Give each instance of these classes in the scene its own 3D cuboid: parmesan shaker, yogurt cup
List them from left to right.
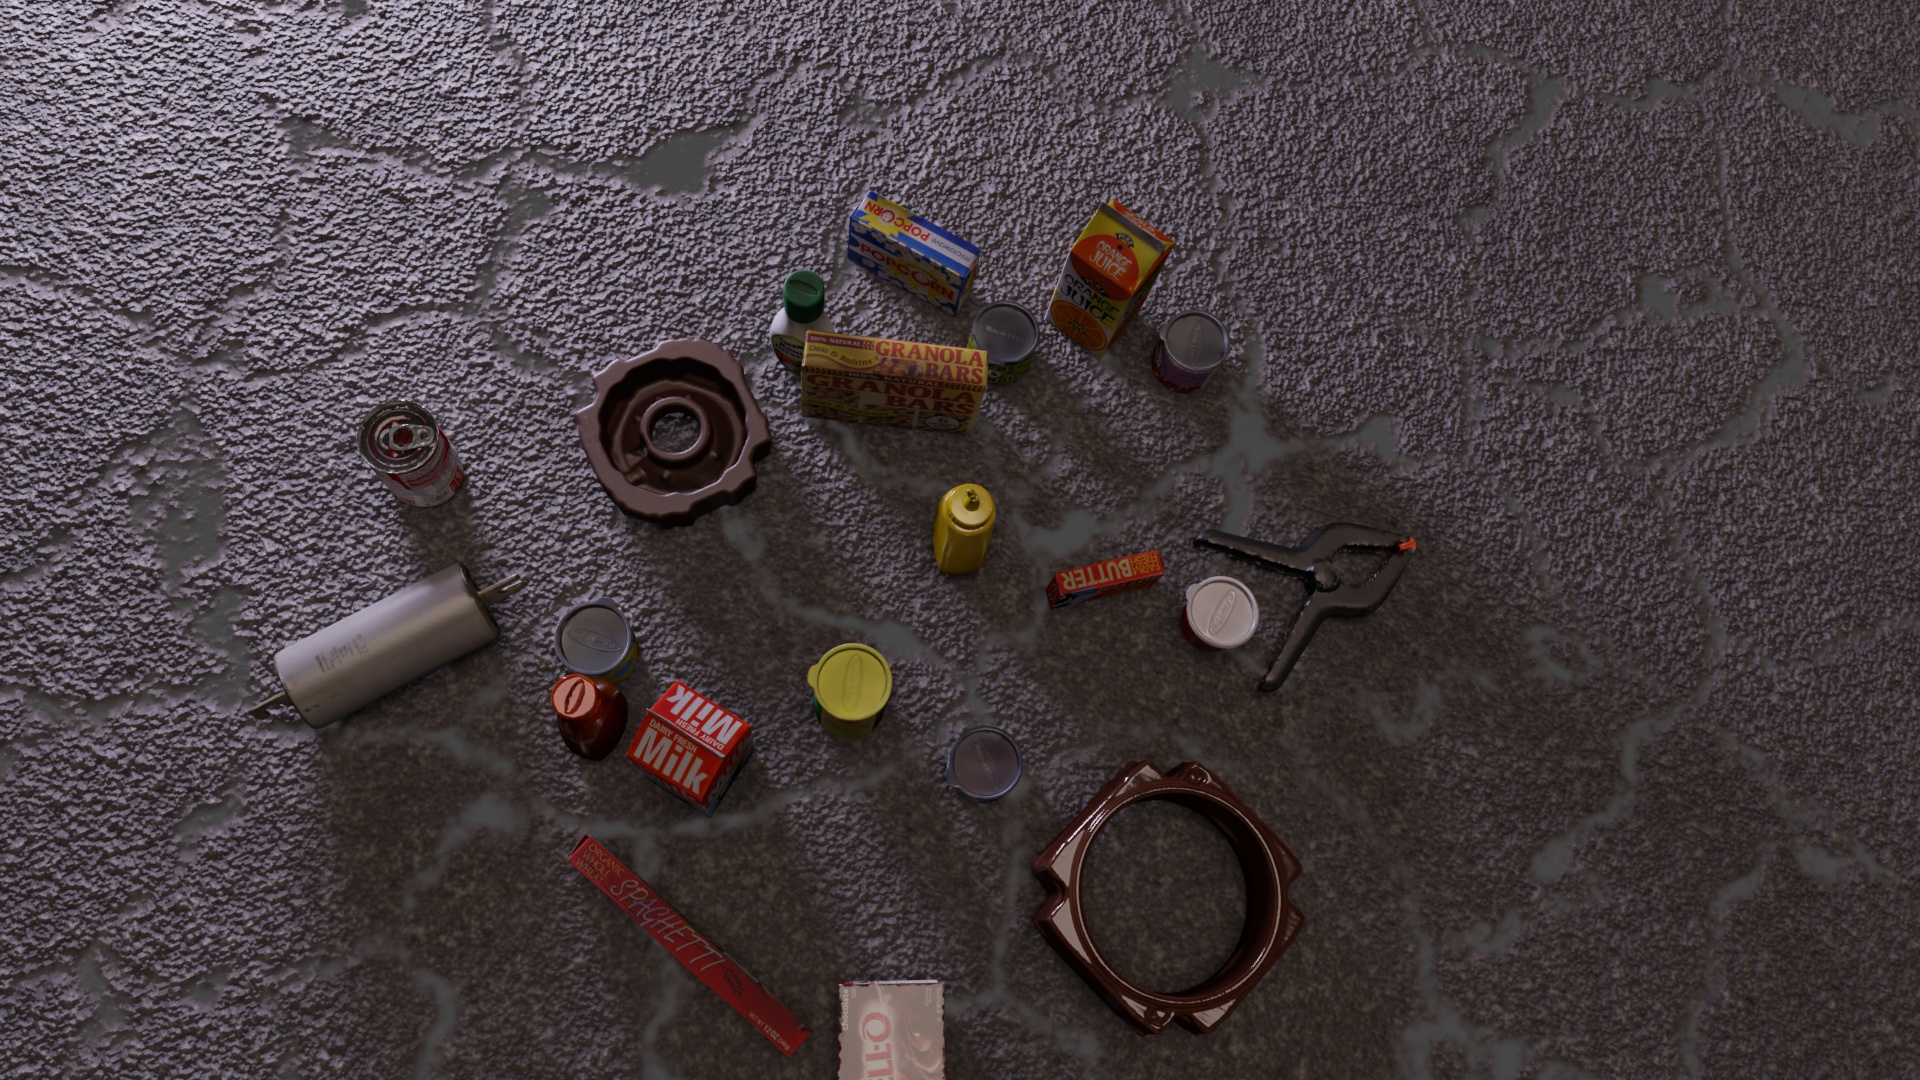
[{"bbox_3d":[-0.098,0.132,1.213,0.071,0.102,0.071,2,73,-6],"label":"parmesan shaker"},{"bbox_3d":[0.238,0.072,1.296,0.072,0.053,0.072,2,73,-6],"label":"yogurt cup"}]

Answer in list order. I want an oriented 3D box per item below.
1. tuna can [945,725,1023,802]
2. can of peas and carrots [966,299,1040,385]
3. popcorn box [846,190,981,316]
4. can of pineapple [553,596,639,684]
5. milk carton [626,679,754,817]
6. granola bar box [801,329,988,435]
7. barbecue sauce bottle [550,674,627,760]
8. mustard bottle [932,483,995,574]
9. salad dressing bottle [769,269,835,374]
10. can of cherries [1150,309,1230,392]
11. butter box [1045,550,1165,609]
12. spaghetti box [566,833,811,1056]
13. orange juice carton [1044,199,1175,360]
[{"bbox_3d":[0.019,0.202,1.242,0.071,0.032,0.071,2,73,-6],"label":"tuna can"},{"bbox_3d":[0.040,-0.190,1.352,0.071,0.058,0.071,2,73,-6],"label":"can of peas and carrots"},{"bbox_3d":[-0.046,-0.279,1.356,0.127,0.085,0.038,29,72,3],"label":"popcorn box"},{"bbox_3d":[-0.318,0.091,1.224,0.071,0.057,0.071,2,73,-6],"label":"can of pineapple"},{"bbox_3d":[-0.219,0.171,1.140,0.072,0.190,0.073,31,72,3],"label":"milk carton"},{"bbox_3d":[-0.063,-0.146,1.292,0.166,0.124,0.039,6,73,-5],"label":"granola bar box"},{"bbox_3d":[-0.311,0.144,1.160,0.044,0.148,0.065,20,72,0],"label":"barbecue sauce bottle"},{"bbox_3d":[0.004,-0.016,1.241,0.049,0.159,0.065,-4,74,-8],"label":"mustard bottle"},{"bbox_3d":[-0.146,-0.202,1.288,0.064,0.147,0.044,24,72,1],"label":"salad dressing bottle"},{"bbox_3d":[0.224,-0.188,1.373,0.071,0.058,0.071,2,73,-6],"label":"can of cherries"},{"bbox_3d":[0.134,0.037,1.296,0.104,0.053,0.024,-12,75,-10],"label":"butter box"},{"bbox_3d":[-0.227,0.337,1.162,0.250,0.050,0.029,39,73,6],"label":"spaghetti box"},{"bbox_3d":[0.142,-0.253,1.313,0.072,0.192,0.073,37,73,5],"label":"orange juice carton"}]
